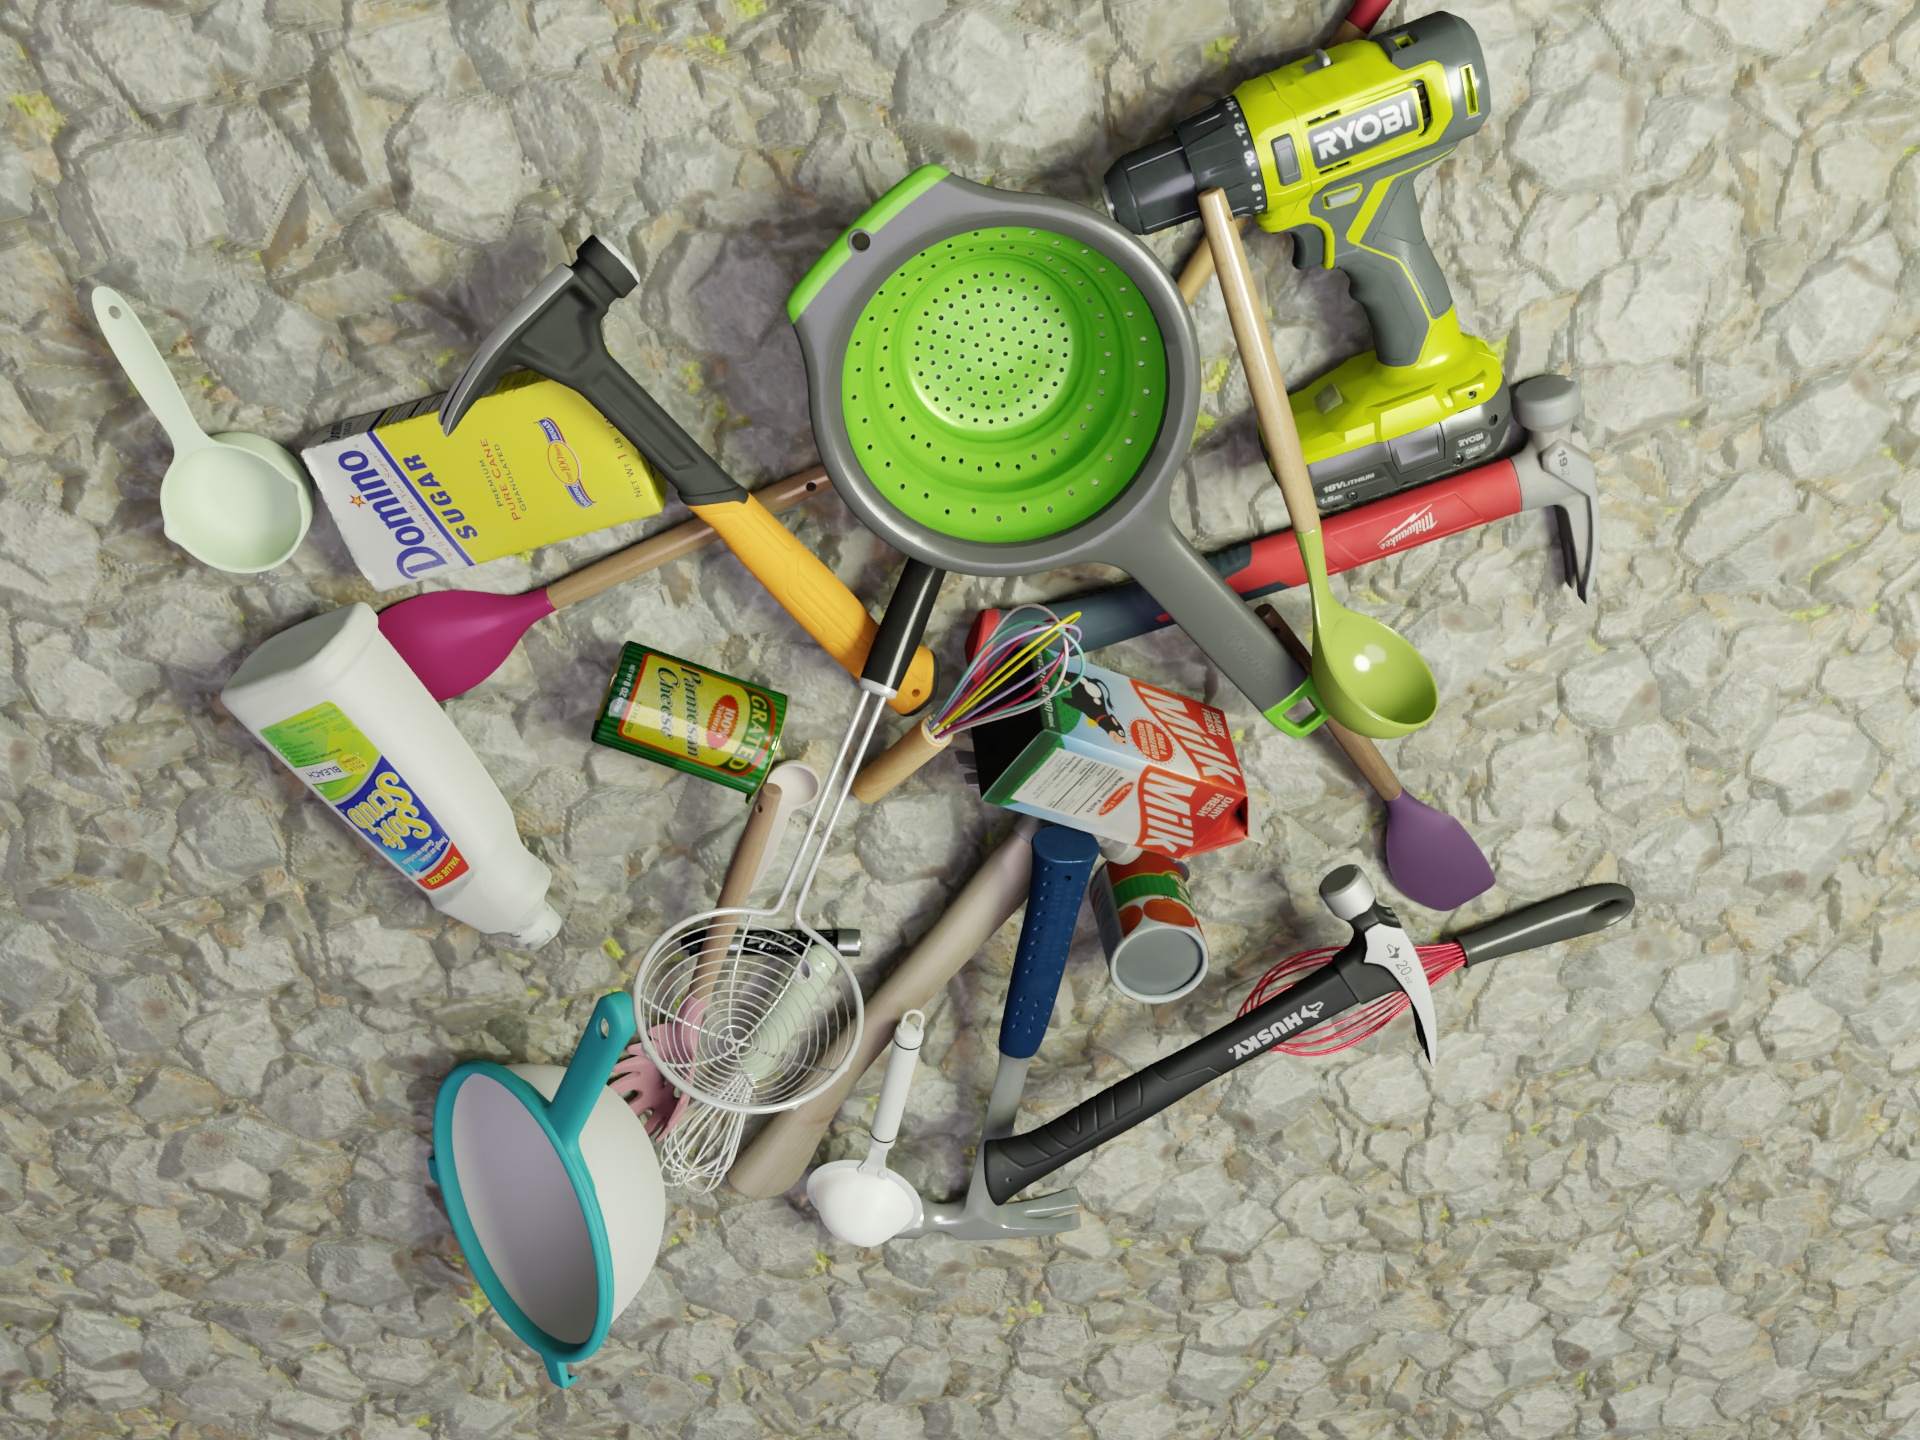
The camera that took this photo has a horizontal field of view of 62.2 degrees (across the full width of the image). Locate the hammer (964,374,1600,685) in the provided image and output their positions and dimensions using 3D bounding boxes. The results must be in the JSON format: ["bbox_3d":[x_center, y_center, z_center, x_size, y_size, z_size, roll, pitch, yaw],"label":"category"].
[{"bbox_3d":[0.192,-0.081,0.965,0.386,0.038,0.143,-18,120,5],"label":"hammer"}]

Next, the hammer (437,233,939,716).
[{"bbox_3d":[-0.128,-0.104,0.891,0.127,0.034,0.336,-46,125,0],"label":"hammer"}]

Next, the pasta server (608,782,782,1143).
[{"bbox_3d":[-0.171,0.164,1.046,0.060,0.040,0.316,39,127,21],"label":"pasta server"}]

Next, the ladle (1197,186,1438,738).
[{"bbox_3d":[0.188,-0.128,0.841,0.062,0.078,0.320,-4,122,34],"label":"ladle"}]

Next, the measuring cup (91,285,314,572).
[{"bbox_3d":[-0.417,-0.161,0.871,0.083,0.038,0.167,-19,117,6],"label":"measuring cup"}]

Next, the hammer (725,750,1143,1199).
[{"bbox_3d":[-0.050,0.188,1.082,0.146,0.038,0.410,23,118,-32],"label":"hammer"}]

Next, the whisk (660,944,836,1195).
[{"bbox_3d":[-0.148,0.245,1.107,0.059,0.058,0.246,1,130,-47],"label":"whisk"}]

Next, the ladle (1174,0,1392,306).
[{"bbox_3d":[0.192,-0.337,0.830,0.069,0.031,0.315,25,116,-20],"label":"ladle"}]

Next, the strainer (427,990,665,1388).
[{"bbox_3d":[-0.241,0.274,1.049,0.095,0.211,0.340,-16,147,-44],"label":"strainer"}]

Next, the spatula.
[{"bbox_3d":[0.265,0.032,1.025,0.060,0.018,0.315,-33,125,14],"label":"spatula"}]

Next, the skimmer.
[{"bbox_3d":[-0.068,0.036,0.884,0.127,0.090,0.363,22,84,-1],"label":"skimmer"}]

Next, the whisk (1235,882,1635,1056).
[{"bbox_3d":[0.330,0.168,1.107,0.296,0.073,0.073,-18,119,-2],"label":"whisk"}]

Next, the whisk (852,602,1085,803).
[{"bbox_3d":[0.000,-0.003,0.934,0.051,0.047,0.245,32,143,-15],"label":"whisk"}]

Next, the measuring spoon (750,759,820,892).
[{"bbox_3d":[-0.126,0.071,1.039,0.034,0.018,0.124,21,122,-16],"label":"measuring spoon"}]

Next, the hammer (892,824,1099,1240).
[{"bbox_3d":[0.043,0.232,1.093,0.144,0.035,0.405,4,128,-8],"label":"hammer"}]

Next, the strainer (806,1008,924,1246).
[{"bbox_3d":[-0.058,0.298,1.116,0.087,0.050,0.258,15,121,2],"label":"strainer"}]

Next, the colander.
[{"bbox_3d":[0.075,-0.137,0.891,0.204,0.095,0.396,-40,115,16],"label":"colander"}]

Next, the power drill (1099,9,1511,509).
[{"bbox_3d":[0.191,-0.233,0.844,0.190,0.080,0.228,-19,125,9],"label":"power drill"}]

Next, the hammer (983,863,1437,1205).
[{"bbox_3d":[0.157,0.235,1.060,0.335,0.035,0.146,-33,108,12],"label":"hammer"}]

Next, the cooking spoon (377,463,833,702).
[{"bbox_3d":[-0.219,-0.083,0.940,0.319,0.017,0.068,-23,120,8],"label":"cooking spoon"}]
